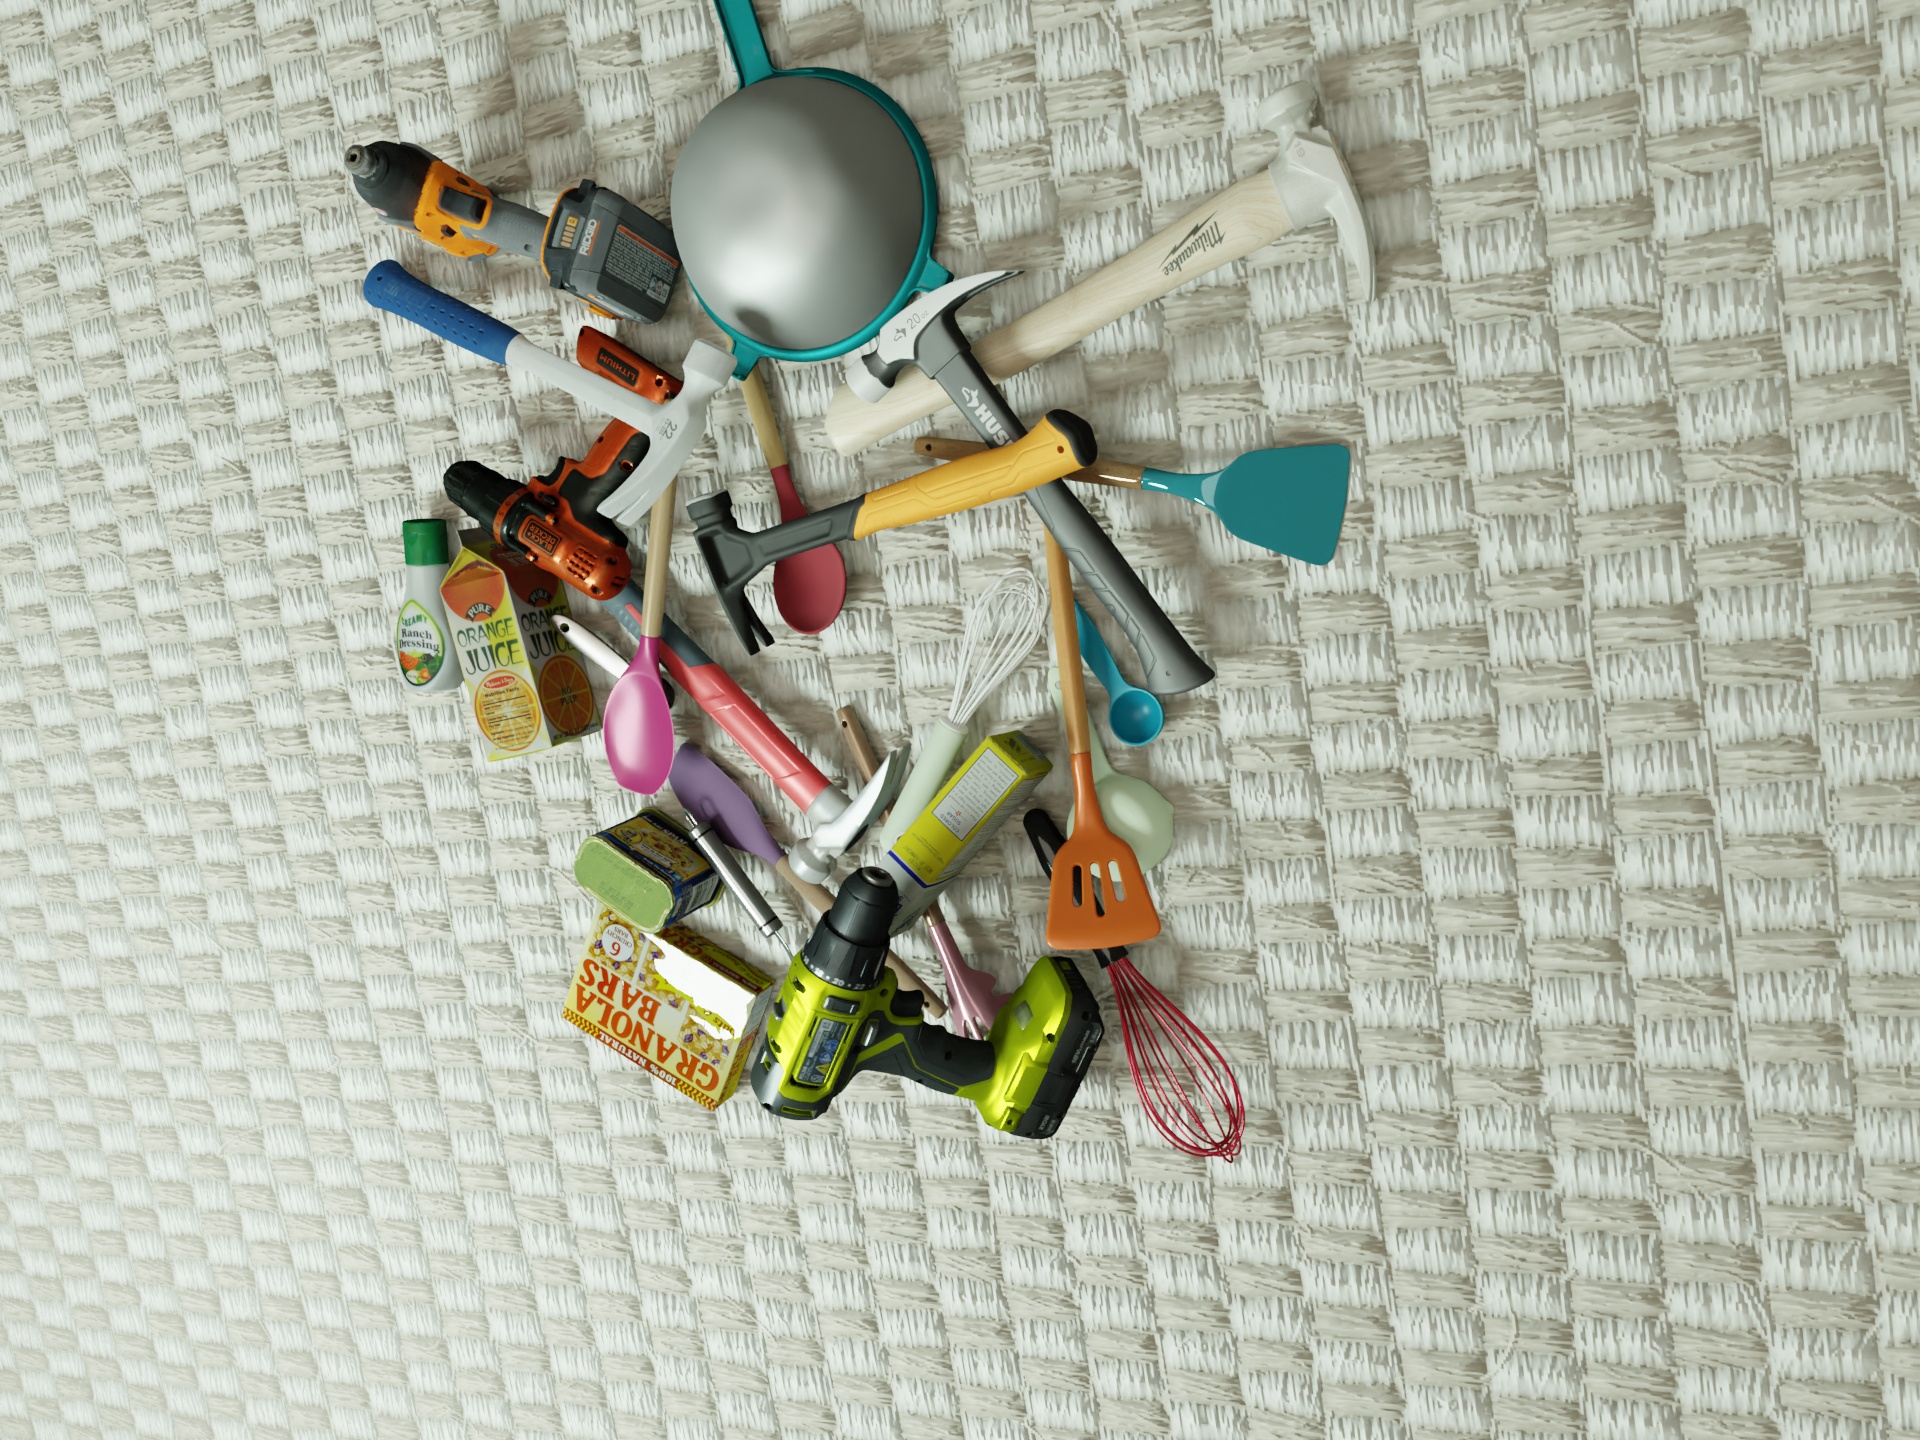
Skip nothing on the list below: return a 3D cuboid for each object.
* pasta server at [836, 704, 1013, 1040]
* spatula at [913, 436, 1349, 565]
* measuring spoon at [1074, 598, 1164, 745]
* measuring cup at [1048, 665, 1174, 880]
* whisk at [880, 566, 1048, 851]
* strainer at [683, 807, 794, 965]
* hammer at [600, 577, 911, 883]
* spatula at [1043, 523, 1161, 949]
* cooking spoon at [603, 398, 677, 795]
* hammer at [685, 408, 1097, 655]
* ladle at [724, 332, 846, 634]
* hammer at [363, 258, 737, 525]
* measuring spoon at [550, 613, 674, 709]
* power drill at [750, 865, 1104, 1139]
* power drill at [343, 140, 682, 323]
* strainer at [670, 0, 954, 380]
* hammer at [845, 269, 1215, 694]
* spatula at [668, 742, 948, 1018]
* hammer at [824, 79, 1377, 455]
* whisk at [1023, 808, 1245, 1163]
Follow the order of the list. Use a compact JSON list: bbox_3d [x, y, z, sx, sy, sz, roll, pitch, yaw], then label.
[{"bbox_3d":[-0.026,0.133,1.250,0.060,0.040,0.316,-26,86,26],"label":"pasta server"},{"bbox_3d":[0.111,-0.174,1.125,0.318,0.044,0.082,14,107,26],"label":"spatula"},{"bbox_3d":[0.109,-0.039,1.161,0.042,0.021,0.129,-37,76,25],"label":"measuring spoon"},{"bbox_3d":[0.097,0.040,1.166,0.083,0.038,0.167,-23,93,26],"label":"measuring cup"},{"bbox_3d":[-0.002,-0.004,1.190,0.059,0.057,0.246,47,116,48],"label":"whisk"},{"bbox_3d":[-0.148,0.173,1.295,0.258,0.050,0.087,53,160,4],"label":"strainer"},{"bbox_3d":[-0.206,-0.051,1.269,0.386,0.038,0.143,44,120,13],"label":"hammer"},{"bbox_3d":[0.083,-0.001,1.133,0.081,0.041,0.323,-7,86,5],"label":"spatula"},{"bbox_3d":[-0.240,-0.092,1.246,0.069,0.017,0.318,16,109,20],"label":"cooking spoon"},{"bbox_3d":[-0.050,-0.143,1.133,0.337,0.034,0.127,-14,102,34],"label":"hammer"},{"bbox_3d":[-0.150,-0.220,1.228,0.069,0.031,0.315,-16,92,28],"label":"ladle"},{"bbox_3d":[-0.342,-0.279,1.231,0.406,0.035,0.144,29,93,33],"label":"hammer"},{"bbox_3d":[-0.291,-0.046,1.316,0.124,0.018,0.034,38,111,-4],"label":"measuring spoon"},{"bbox_3d":[-0.019,0.208,1.142,0.228,0.080,0.190,16,109,-21],"label":"power drill"},{"bbox_3d":[-0.344,-0.378,1.204,0.226,0.164,0.084,21,95,16],"label":"power drill"},{"bbox_3d":[-0.149,-0.428,1.137,0.211,0.095,0.340,-17,92,21],"label":"strainer"},{"bbox_3d":[0.067,-0.158,1.105,0.146,0.035,0.335,-38,88,30],"label":"hammer"},{"bbox_3d":[-0.128,0.132,1.284,0.316,0.018,0.059,40,120,19],"label":"spatula"},{"bbox_3d":[0.082,-0.274,1.109,0.410,0.038,0.146,-22,93,27],"label":"hammer"},{"bbox_3d":[0.124,0.195,1.178,0.073,0.073,0.296,-33,81,26],"label":"whisk"}]
